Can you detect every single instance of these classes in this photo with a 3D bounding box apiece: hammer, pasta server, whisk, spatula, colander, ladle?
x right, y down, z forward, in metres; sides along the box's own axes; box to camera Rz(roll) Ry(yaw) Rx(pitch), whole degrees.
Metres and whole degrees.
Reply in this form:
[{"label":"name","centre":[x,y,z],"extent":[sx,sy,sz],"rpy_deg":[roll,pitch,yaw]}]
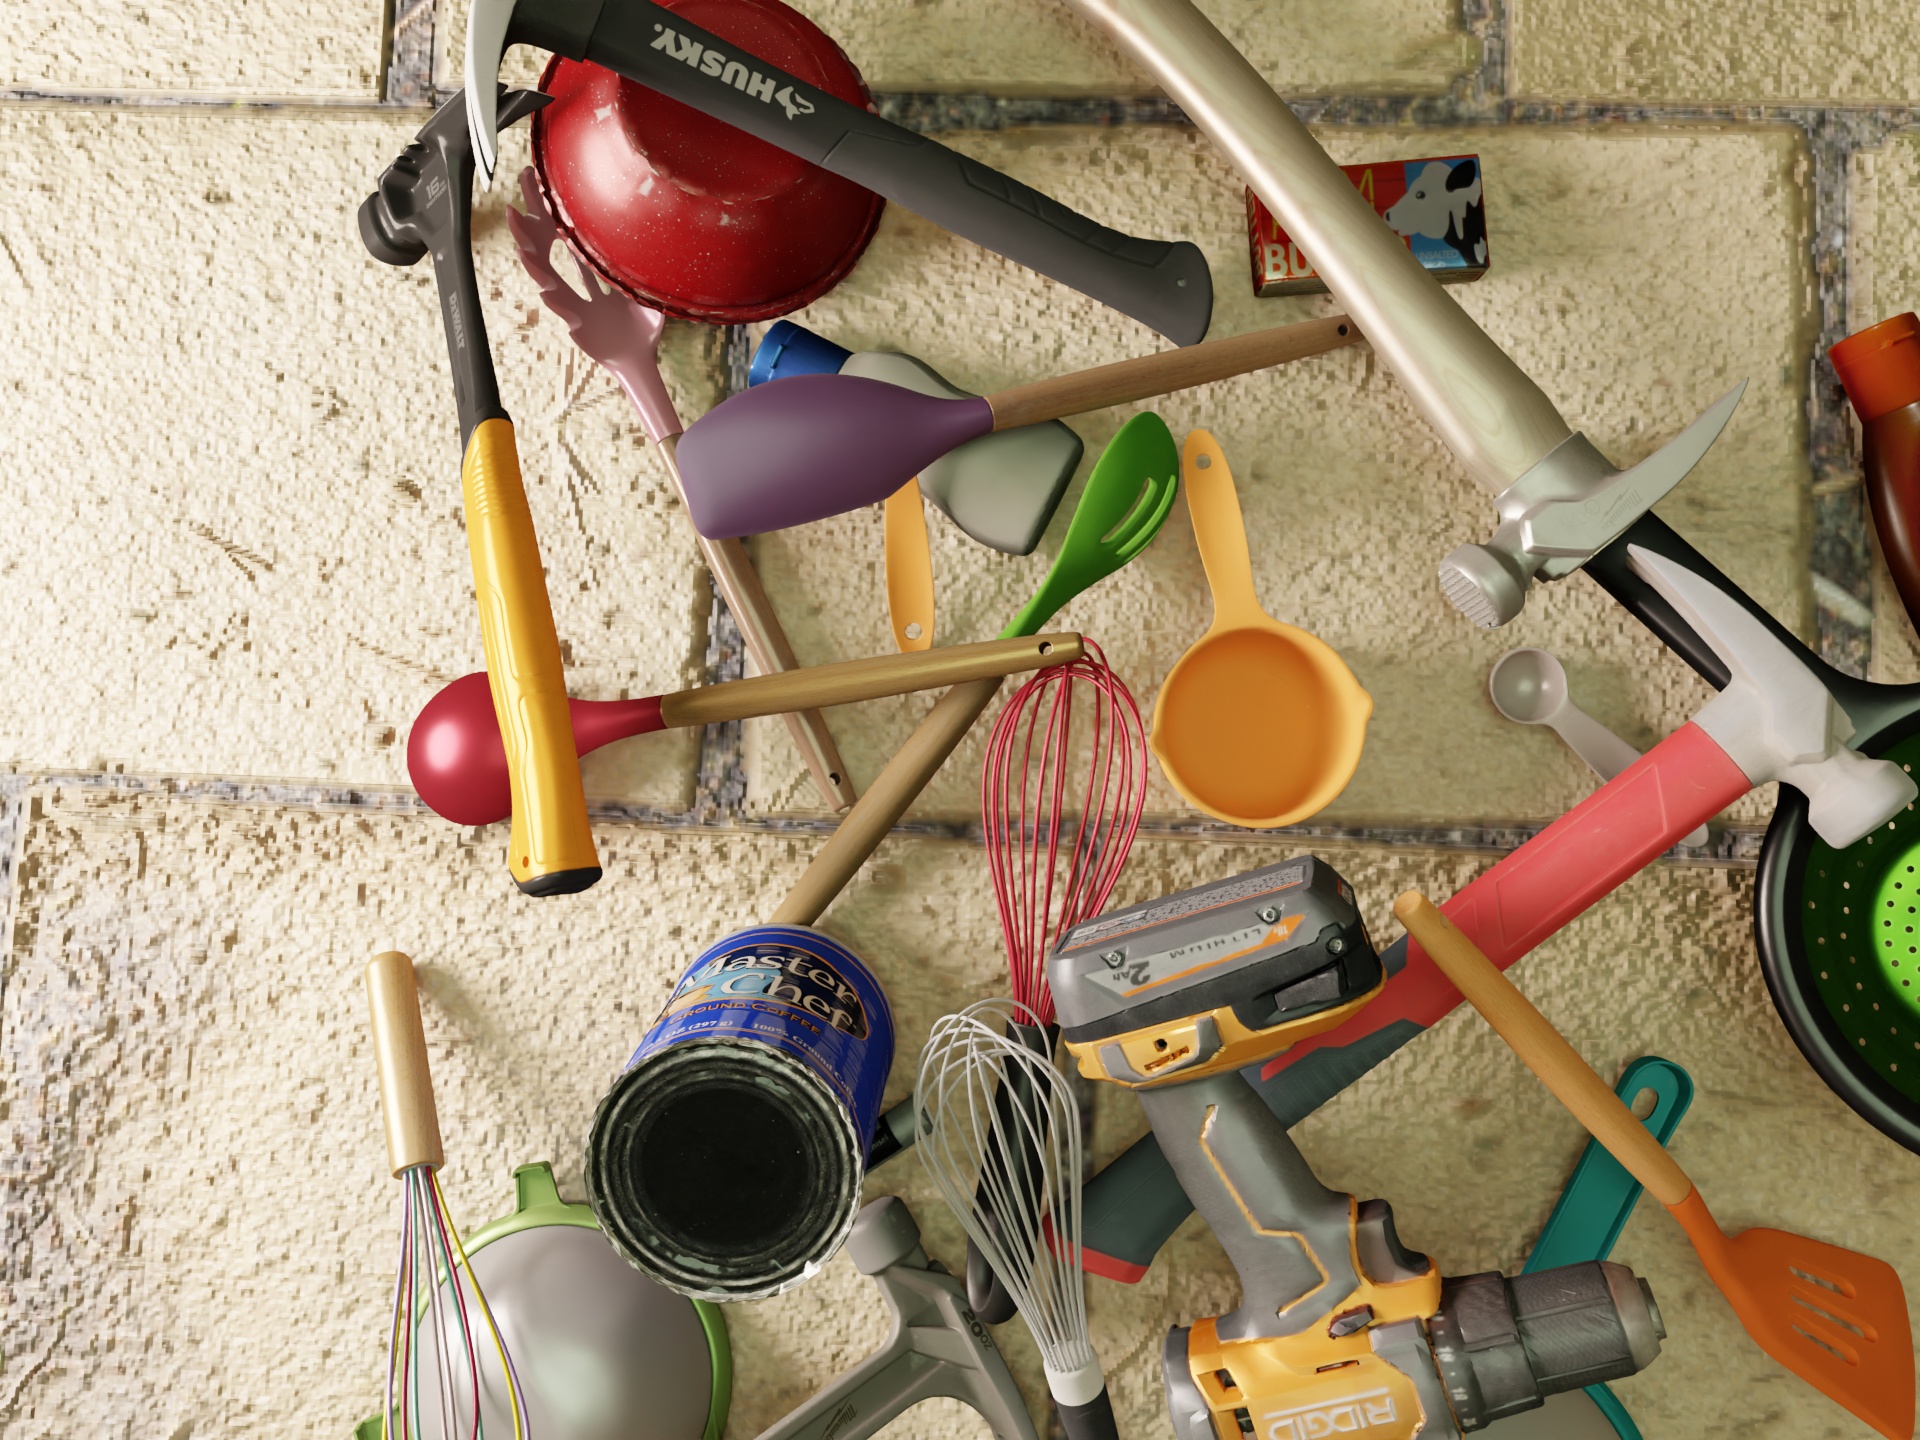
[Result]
[{"label":"hammer","centre":[0.181,0.096,0.664],"extent":[0.386,0.038,0.143],"rpy_deg":[-40,68,10]},{"label":"pasta server","centre":[-0.119,-0.104,0.716],"extent":[0.060,0.040,0.316],"rpy_deg":[-25,87,-15]},{"label":"hammer","centre":[-0.191,-0.094,0.669],"extent":[0.127,0.034,0.337],"rpy_deg":[-21,77,43]},{"label":"whisk","centre":[0.034,0.110,0.683],"extent":[0.073,0.073,0.296],"rpy_deg":[8,88,3]},{"label":"hammer","centre":[-0.040,-0.233,0.663],"extent":[0.334,0.035,0.146],"rpy_deg":[20,80,-19]},{"label":"spatula","centre":[0.278,0.169,0.628],"extent":[0.322,0.041,0.081],"rpy_deg":[44,45,-19]},{"label":"whisk","centre":[0.037,0.239,0.644],"extent":[0.070,0.070,0.284],"rpy_deg":[-15,109,1]},{"label":"hammer","centre":[-0.128,0.338,0.602],"extent":[0.359,0.036,0.149],"rpy_deg":[-26,84,-32]},{"label":"hammer","centre":[0.152,-0.240,0.688],"extent":[0.146,0.038,0.411],"rpy_deg":[-38,83,-2]},{"label":"colander","centre":[0.381,0.026,0.672],"extent":[0.204,0.094,0.397],"rpy_deg":[-44,68,8]},{"label":"whisk","centre":[-0.226,0.208,0.659],"extent":[0.047,0.051,0.245],"rpy_deg":[-28,60,15]},{"label":"ladle","centre":[-0.102,-0.006,0.687],"extent":[0.315,0.031,0.069],"rpy_deg":[-9,83,11]},{"label":"spatula","centre":[0.035,-0.139,0.679],"extent":[0.316,0.018,0.059],"rpy_deg":[-15,98,-15]}]

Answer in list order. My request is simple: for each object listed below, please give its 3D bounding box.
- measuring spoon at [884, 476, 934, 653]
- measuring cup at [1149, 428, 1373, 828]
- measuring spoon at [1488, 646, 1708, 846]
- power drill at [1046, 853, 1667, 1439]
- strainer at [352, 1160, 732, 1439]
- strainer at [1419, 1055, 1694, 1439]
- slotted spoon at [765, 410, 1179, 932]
[{"label":"measuring spoon","centre":[-0.024,-0.080,0.702],"extent":[0.021,0.011,0.116],"rpy_deg":[-4,116,0]},{"label":"measuring cup","centre":[0.119,-0.038,0.696],"extent":[0.095,0.052,0.174],"rpy_deg":[-11,84,1]},{"label":"measuring spoon","centre":[0.283,0.014,0.708],"extent":[0.124,0.018,0.034],"rpy_deg":[41,89,-3]},{"label":"power drill","centre":[0.146,0.170,0.604],"extent":[0.185,0.084,0.226],"rpy_deg":[-18,92,14]},{"label":"strainer","centre":[-0.133,0.318,0.675],"extent":[0.256,0.069,0.151],"rpy_deg":[32,88,5]},{"label":"strainer","centre":[0.228,0.297,0.650],"extent":[0.211,0.095,0.340],"rpy_deg":[27,89,4]},{"label":"slotted spoon","centre":[-0.001,-0.002,0.701],"extent":[0.031,0.070,0.314],"rpy_deg":[41,95,26]}]
